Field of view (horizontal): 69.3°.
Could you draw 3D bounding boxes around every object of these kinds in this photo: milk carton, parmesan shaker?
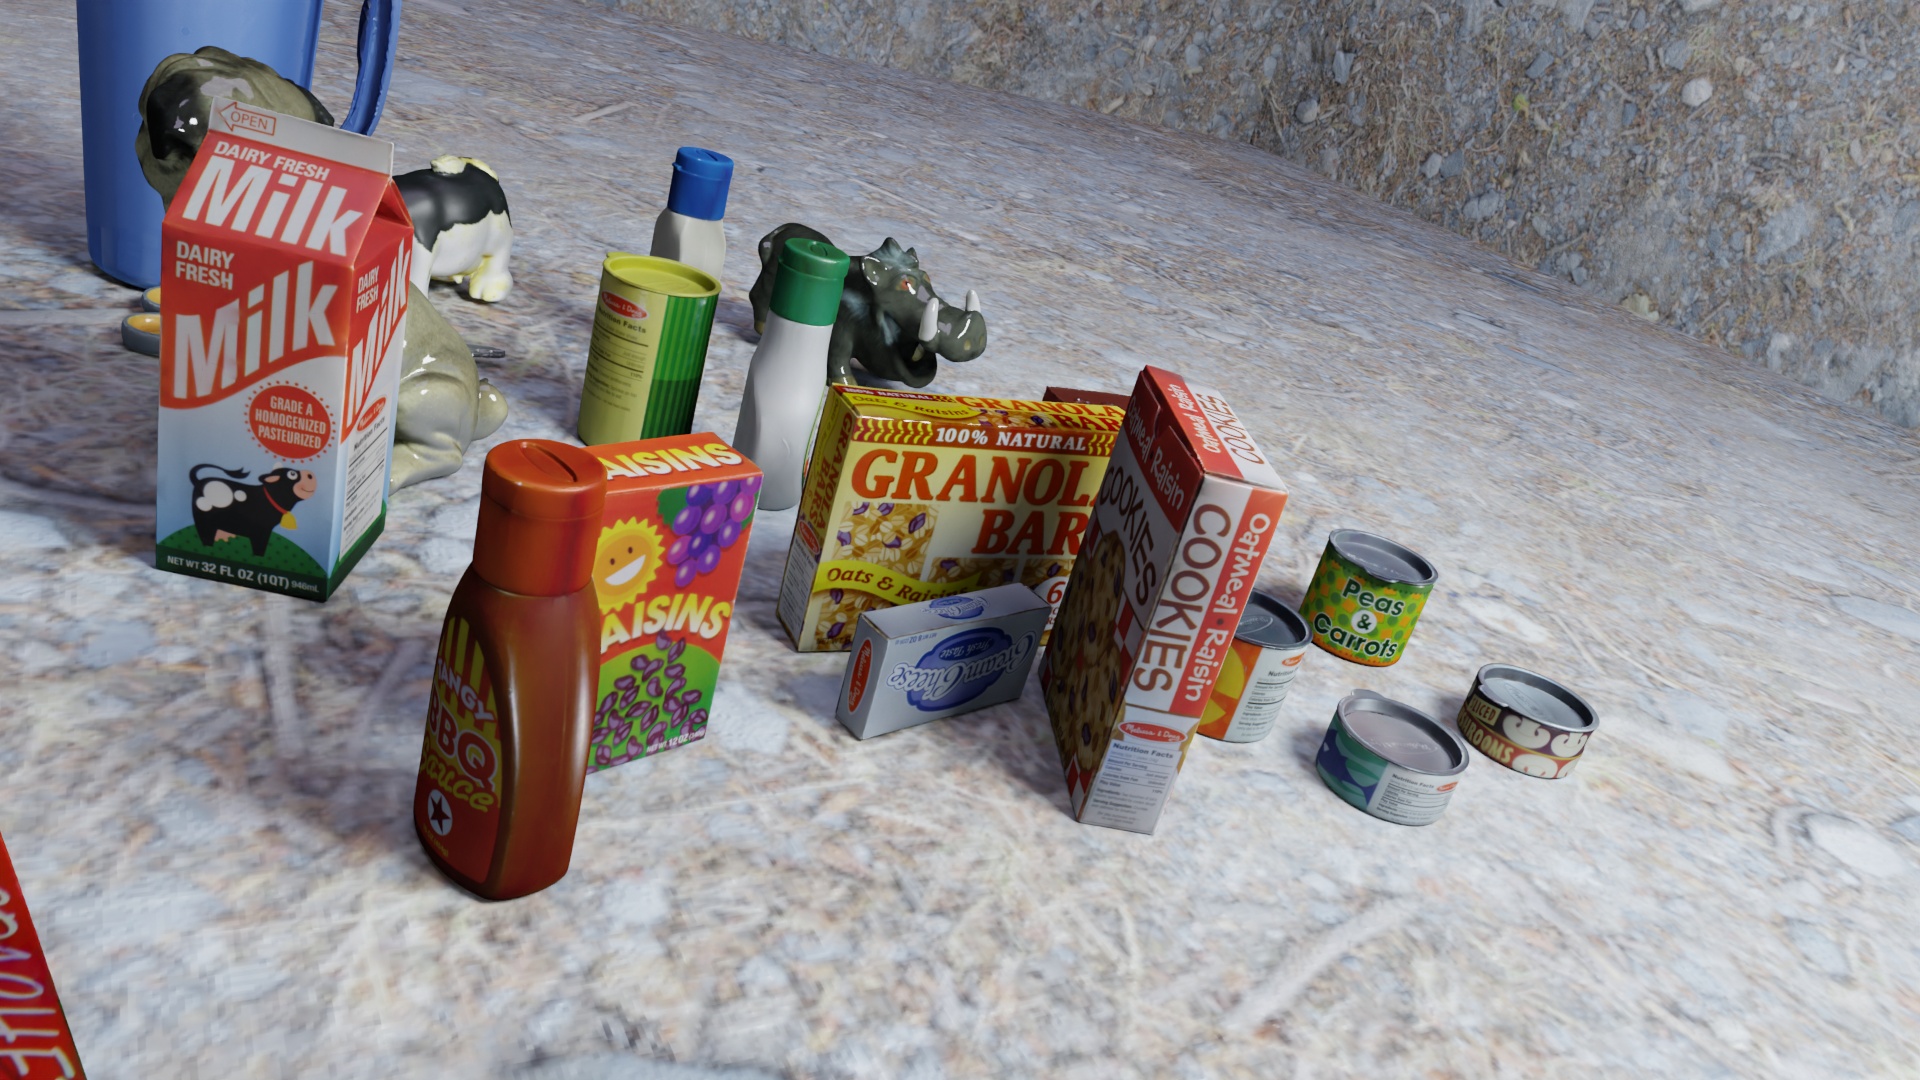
[{"bbox_3d":[-0.277,-0.079,0.573,0.072,0.189,0.074,13,24,-8],"label":"milk carton"},{"bbox_3d":[-0.182,-0.105,0.798,0.071,0.102,0.071,14,24,-6],"label":"parmesan shaker"}]

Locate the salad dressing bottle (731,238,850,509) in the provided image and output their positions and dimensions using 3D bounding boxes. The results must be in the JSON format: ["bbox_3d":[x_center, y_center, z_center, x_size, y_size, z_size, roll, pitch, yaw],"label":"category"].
[{"bbox_3d":[-0.095,-0.091,0.768,0.044,0.147,0.064,9,25,-16],"label":"salad dressing bottle"}]

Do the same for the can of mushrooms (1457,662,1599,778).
[{"bbox_3d":[0.307,0.098,0.757,0.071,0.033,0.071,14,24,-6],"label":"can of mushrooms"}]

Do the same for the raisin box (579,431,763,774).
[{"bbox_3d":[-0.129,0.025,0.526,0.040,0.122,0.086,33,29,34],"label":"raisin box"}]

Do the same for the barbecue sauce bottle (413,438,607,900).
[{"bbox_3d":[-0.144,0.041,0.451,0.065,0.147,0.044,34,29,34],"label":"barbecue sauce bottle"}]

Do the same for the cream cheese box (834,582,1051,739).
[{"bbox_3d":[-0.007,0.053,0.628,0.104,0.053,0.024,-9,34,-44],"label":"cream cheese box"}]

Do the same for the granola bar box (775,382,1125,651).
[{"bbox_3d":[0.002,-0.009,0.681,0.166,0.123,0.039,1,28,-31],"label":"granola bar box"}]

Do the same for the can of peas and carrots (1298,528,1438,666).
[{"bbox_3d":[0.239,0.034,0.820,0.071,0.058,0.071,14,24,-6],"label":"can of peas and carrots"}]

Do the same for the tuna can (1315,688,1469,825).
[{"bbox_3d":[0.209,0.105,0.679,0.071,0.032,0.071,14,24,-6],"label":"tuna can"}]

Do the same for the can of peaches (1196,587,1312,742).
[{"bbox_3d":[0.134,0.059,0.700,0.071,0.057,0.071,14,24,-6],"label":"can of peaches"}]

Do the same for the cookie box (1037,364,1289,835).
[{"bbox_3d":[0.082,0.023,0.611,0.040,0.166,0.123,12,24,-11],"label":"cookie box"}]

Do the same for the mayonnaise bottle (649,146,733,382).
[{"bbox_3d":[-0.178,-0.178,0.902,0.041,0.147,0.065,-1,29,-35],"label":"mayonnaise bottle"}]

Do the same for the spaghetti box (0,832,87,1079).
[{"bbox_3d":[-0.210,0.142,0.310,0.029,0.050,0.250,-8,33,-43],"label":"spaghetti box"}]
